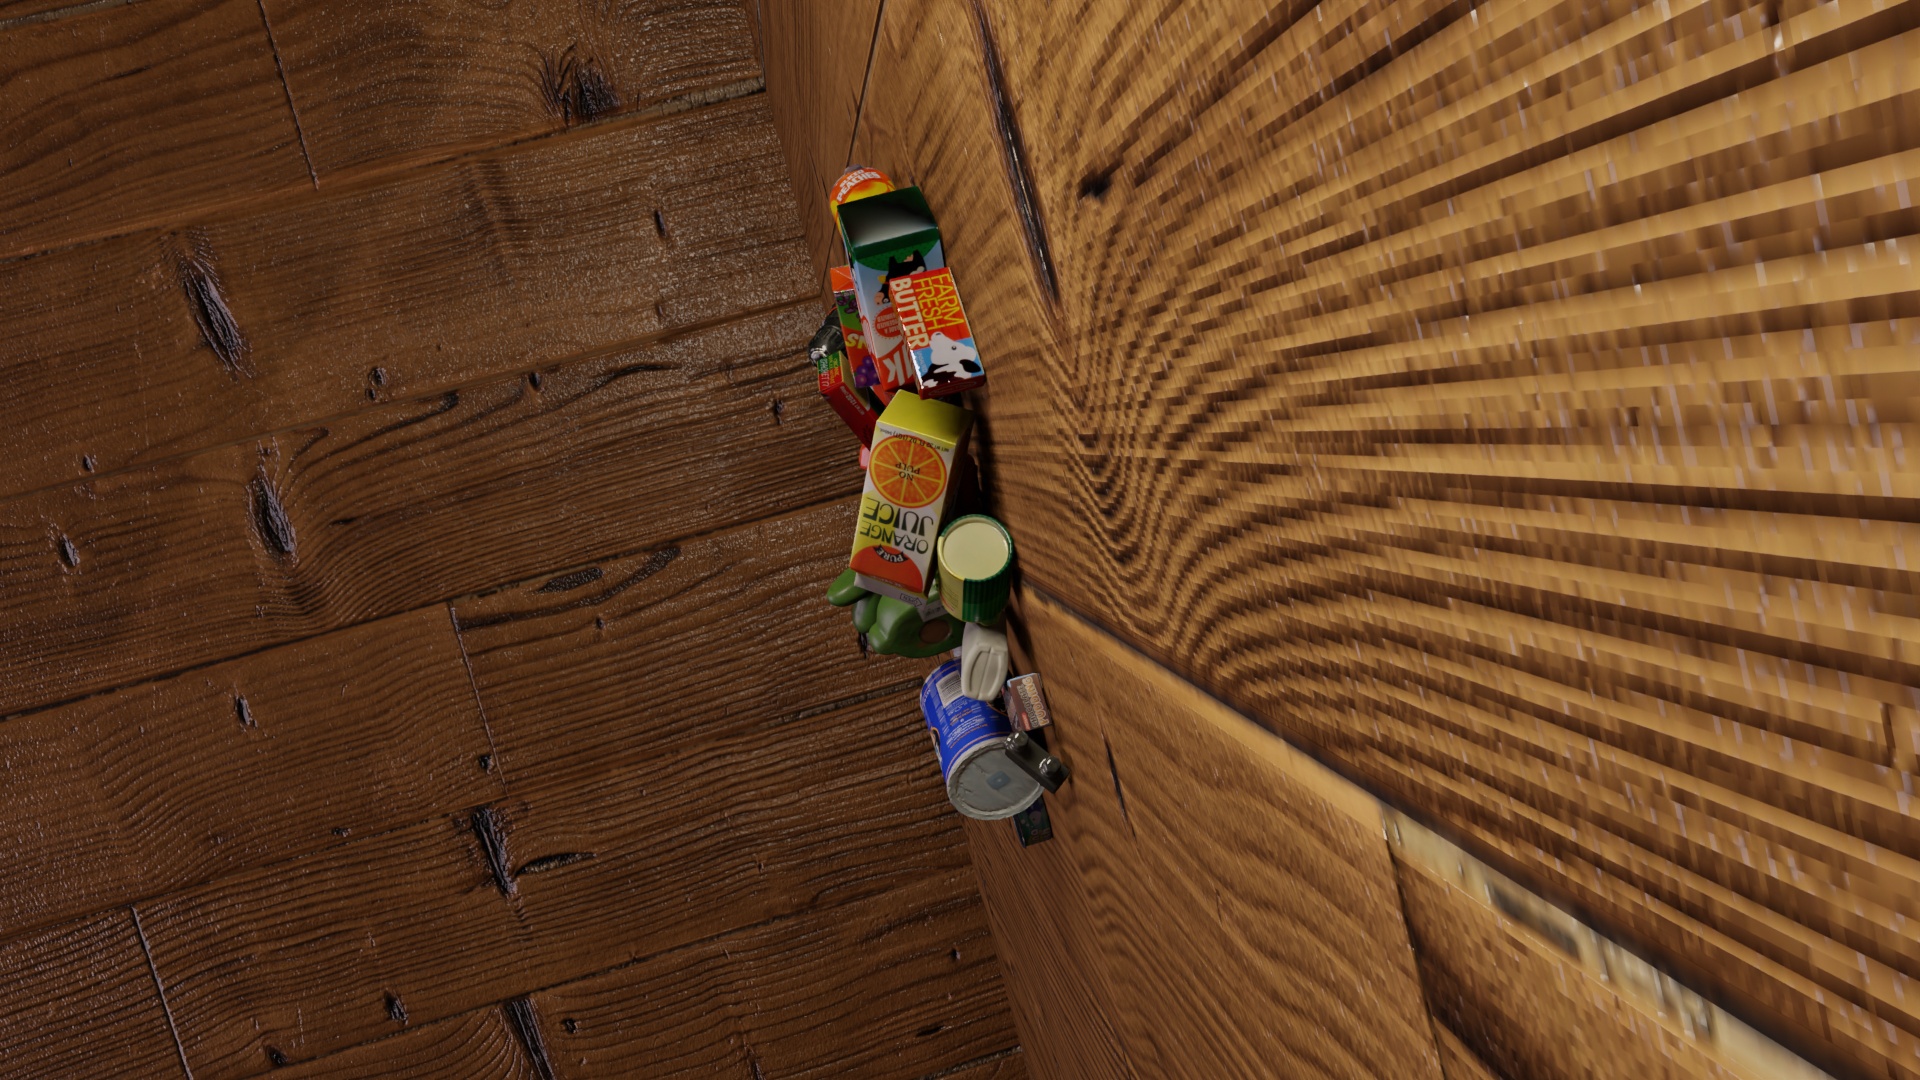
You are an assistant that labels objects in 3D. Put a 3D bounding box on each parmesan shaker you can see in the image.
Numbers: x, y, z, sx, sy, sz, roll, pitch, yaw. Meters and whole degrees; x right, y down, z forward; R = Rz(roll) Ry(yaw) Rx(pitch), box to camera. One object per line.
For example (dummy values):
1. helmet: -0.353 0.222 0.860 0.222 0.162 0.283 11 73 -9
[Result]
1. parmesan shaker: 0.015 0.028 1.223 0.102 0.071 0.071 92 162 -68

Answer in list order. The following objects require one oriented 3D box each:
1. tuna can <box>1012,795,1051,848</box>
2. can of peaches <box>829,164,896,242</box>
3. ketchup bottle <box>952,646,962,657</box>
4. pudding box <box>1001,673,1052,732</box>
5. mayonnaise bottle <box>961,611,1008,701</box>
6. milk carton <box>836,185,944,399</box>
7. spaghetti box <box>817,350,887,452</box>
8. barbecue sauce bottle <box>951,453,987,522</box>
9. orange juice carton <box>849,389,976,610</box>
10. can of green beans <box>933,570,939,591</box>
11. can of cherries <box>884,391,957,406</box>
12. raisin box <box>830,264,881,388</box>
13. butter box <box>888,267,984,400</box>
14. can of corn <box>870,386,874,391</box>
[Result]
1. tuna can: 0.075 0.300 1.511 0.071 0.033 0.071 168 87 -84
2. can of peaches: -0.086 -0.309 1.304 0.058 0.071 0.071 -112 9 -45
3. ketchup bottle: 0.022 0.186 1.677 0.065 0.043 0.148 -128 23 -73
4. pudding box: 0.060 0.150 1.278 0.083 0.030 0.049 116 140 -81
5. mayonnaise bottle: 0.023 0.093 1.311 0.148 0.041 0.064 -86 9 -70
6. milk carton: -0.049 -0.199 1.197 0.189 0.073 0.072 80 172 -45
7. spaghetti box: -0.070 -0.096 1.432 0.249 0.028 0.050 50 -158 -43
8. barbecue sauce bottle: 0.005 -0.016 1.300 0.065 0.044 0.147 -88 -8 -47
9. orange juice carton: -0.046 -0.027 1.217 0.073 0.072 0.191 -62 -12 -58
10. can of green beans: -0.005 0.013 1.412 0.071 0.058 0.071 168 87 -84
11. can of cherries: -0.035 -0.124 1.301 0.072 0.071 0.058 -111 9 -46
12. raisin box: -0.069 -0.206 1.312 0.122 0.086 0.040 81 177 -49
13. butter box: -0.020 -0.165 1.105 0.024 0.053 0.104 96 158 -69
14. can of corn: -0.079 -0.169 1.622 0.058 0.071 0.070 -115 11 -57
